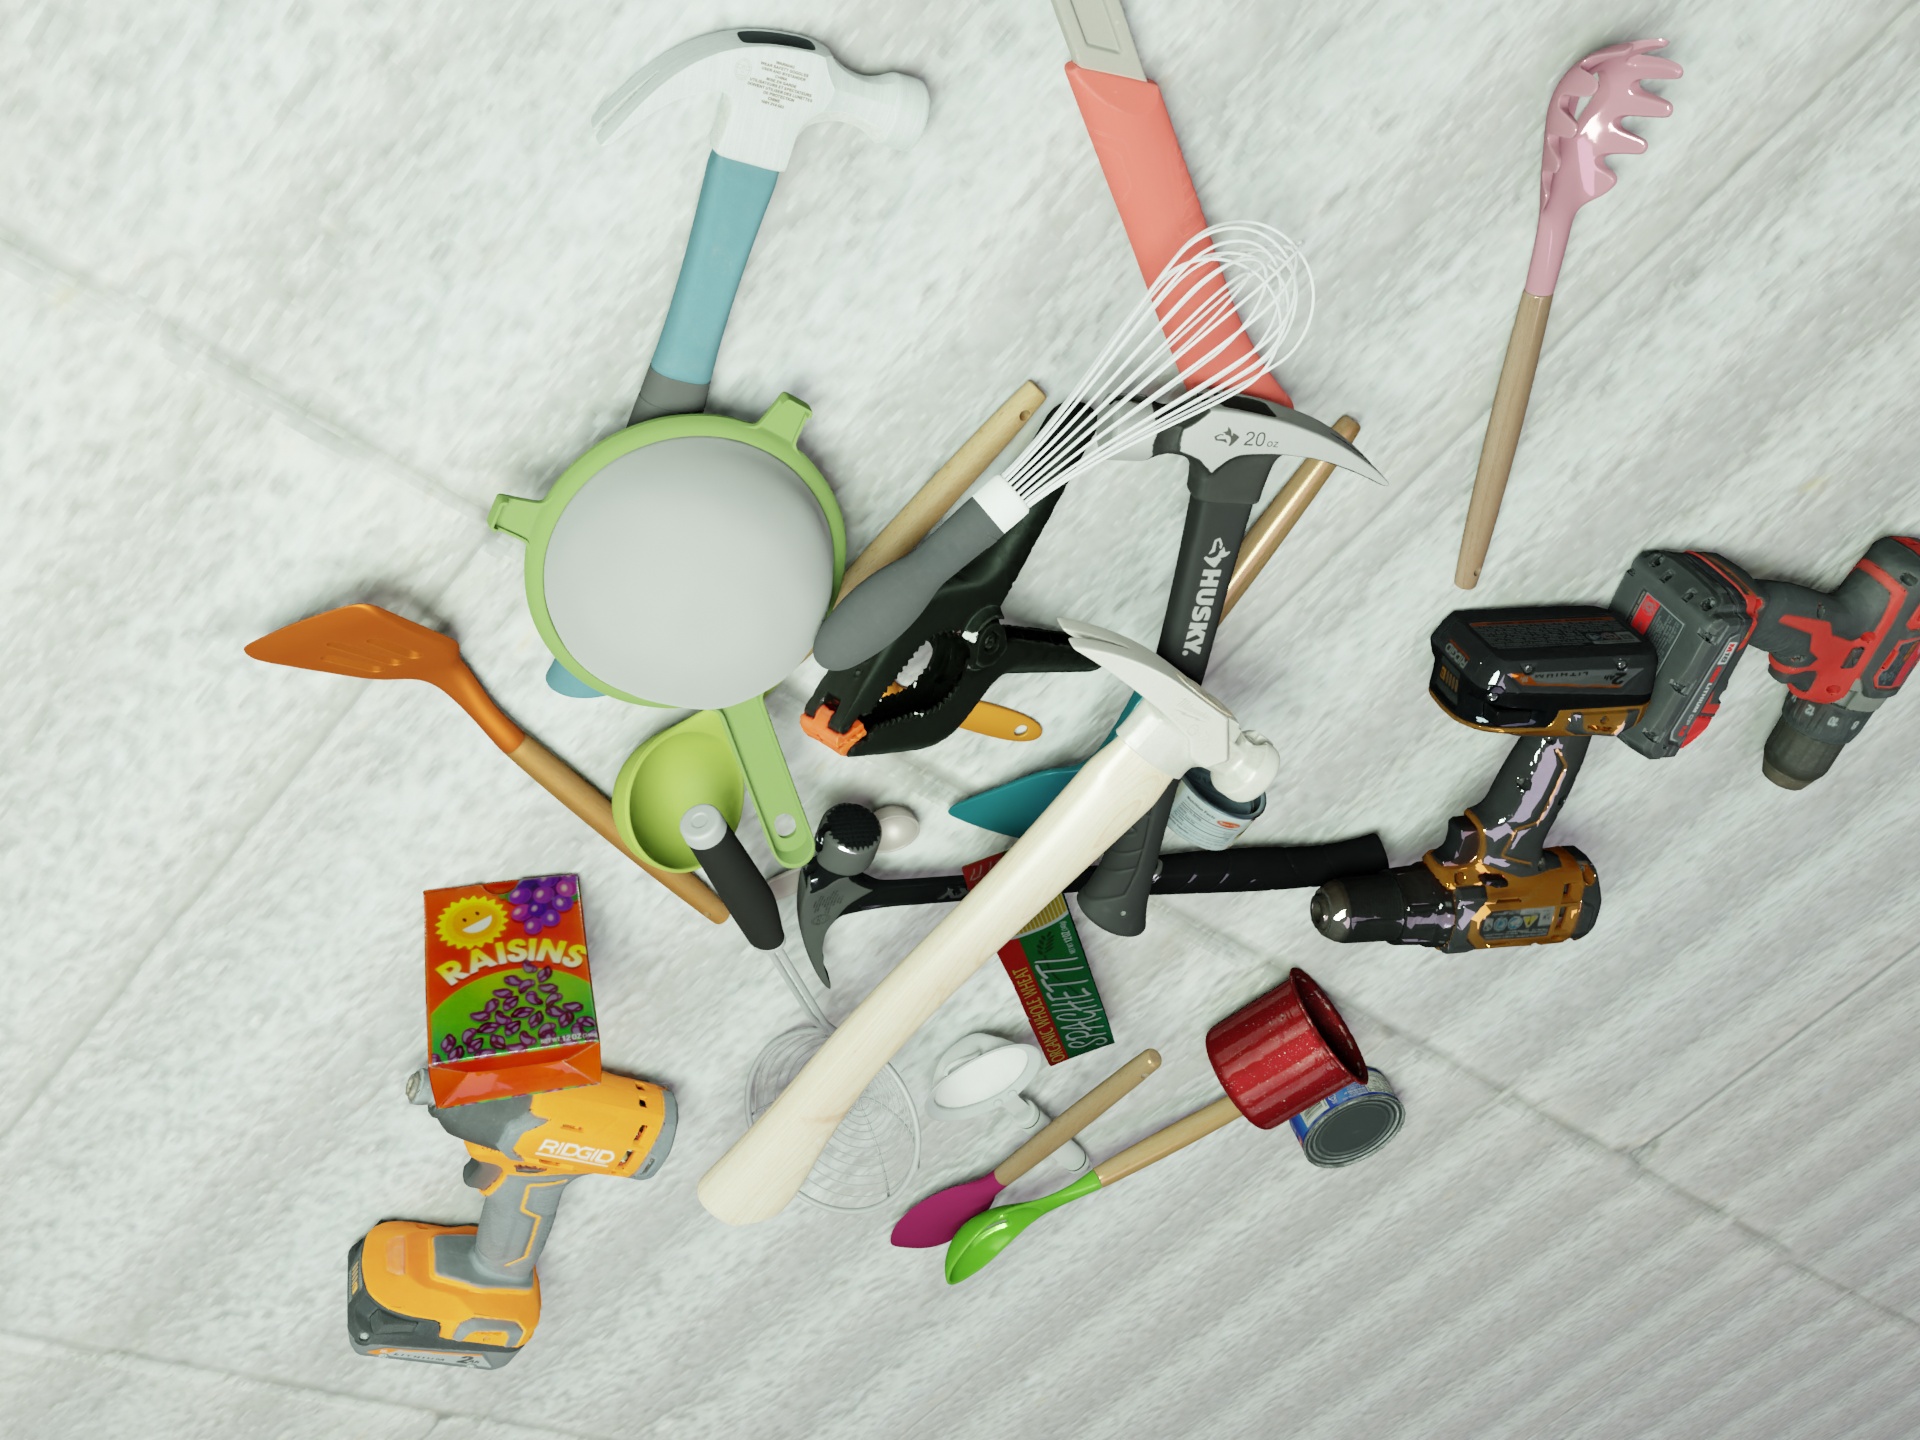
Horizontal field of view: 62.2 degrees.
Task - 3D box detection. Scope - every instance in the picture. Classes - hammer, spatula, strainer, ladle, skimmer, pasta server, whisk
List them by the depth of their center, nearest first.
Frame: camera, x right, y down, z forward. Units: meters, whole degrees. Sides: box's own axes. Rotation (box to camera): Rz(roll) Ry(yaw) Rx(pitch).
[{"bbox_3d":[0.071,-0.248,0.707,0.149,0.037,0.358,-28,131,4],"label":"hammer"},{"bbox_3d":[0.043,-0.118,0.711,0.284,0.070,0.070,-41,130,4],"label":"whisk"},{"bbox_3d":[-0.129,-0.145,0.721,0.128,0.033,0.330,8,124,-26],"label":"hammer"},{"bbox_3d":[-0.106,-0.015,0.750,0.151,0.069,0.256,-21,125,-9],"label":"strainer"},{"bbox_3d":[-0.065,-0.045,0.812,0.320,0.062,0.078,-45,137,15],"label":"ladle"},{"bbox_3d":[-0.219,0.032,0.828,0.081,0.041,0.322,-16,138,25],"label":"spatula"},{"bbox_3d":[0.301,-0.196,0.831,0.060,0.040,0.316,-18,133,-20],"label":"pasta server"},{"bbox_3d":[0.119,-0.016,0.853,0.146,0.035,0.334,0,124,-13],"label":"hammer"},{"bbox_3d":[-0.016,0.127,0.861,0.146,0.038,0.410,33,107,-28],"label":"hammer"},{"bbox_3d":[0.115,-0.043,0.898,0.082,0.044,0.317,21,113,-40],"label":"spatula"},{"bbox_3d":[-0.106,0.180,0.921,0.127,0.090,0.362,12,147,21],"label":"skimmer"},{"bbox_3d":[0.094,0.102,0.993,0.408,0.036,0.149,-1,140,-22],"label":"hammer"},{"bbox_3d":[0.040,0.273,1.120,0.087,0.050,0.258,-33,137,5],"label":"strainer"}]

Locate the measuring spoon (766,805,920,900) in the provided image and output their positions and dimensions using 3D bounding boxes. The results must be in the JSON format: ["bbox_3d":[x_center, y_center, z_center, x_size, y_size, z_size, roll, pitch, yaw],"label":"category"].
[{"bbox_3d":[-0.081,0.080,0.938,0.124,0.018,0.034,-26,141,11],"label":"measuring spoon"}]

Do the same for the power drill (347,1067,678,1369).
[{"bbox_3d":[-0.300,0.299,0.994,0.164,0.084,0.226,23,113,-32],"label":"power drill"}]

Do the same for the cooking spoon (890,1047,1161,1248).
[{"bbox_3d":[0.043,0.311,1.124,0.068,0.017,0.318,13,136,-31],"label":"cooking spoon"}]

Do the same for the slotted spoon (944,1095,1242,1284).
[{"bbox_3d":[0.124,0.328,1.179,0.314,0.031,0.070,-25,145,-11],"label":"slotted spoon"}]

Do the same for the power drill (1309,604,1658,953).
[{"bbox_3d":[0.319,0.047,0.985,0.185,0.084,0.226,-3,120,-10],"label":"power drill"}]

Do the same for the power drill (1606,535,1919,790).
[{"bbox_3d":[0.513,-0.028,1.021,0.226,0.080,0.187,-3,129,-21],"label":"power drill"}]

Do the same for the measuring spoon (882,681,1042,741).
[{"bbox_3d":[-0.001,-0.003,0.897,0.116,0.011,0.021,15,121,-30],"label":"measuring spoon"}]
